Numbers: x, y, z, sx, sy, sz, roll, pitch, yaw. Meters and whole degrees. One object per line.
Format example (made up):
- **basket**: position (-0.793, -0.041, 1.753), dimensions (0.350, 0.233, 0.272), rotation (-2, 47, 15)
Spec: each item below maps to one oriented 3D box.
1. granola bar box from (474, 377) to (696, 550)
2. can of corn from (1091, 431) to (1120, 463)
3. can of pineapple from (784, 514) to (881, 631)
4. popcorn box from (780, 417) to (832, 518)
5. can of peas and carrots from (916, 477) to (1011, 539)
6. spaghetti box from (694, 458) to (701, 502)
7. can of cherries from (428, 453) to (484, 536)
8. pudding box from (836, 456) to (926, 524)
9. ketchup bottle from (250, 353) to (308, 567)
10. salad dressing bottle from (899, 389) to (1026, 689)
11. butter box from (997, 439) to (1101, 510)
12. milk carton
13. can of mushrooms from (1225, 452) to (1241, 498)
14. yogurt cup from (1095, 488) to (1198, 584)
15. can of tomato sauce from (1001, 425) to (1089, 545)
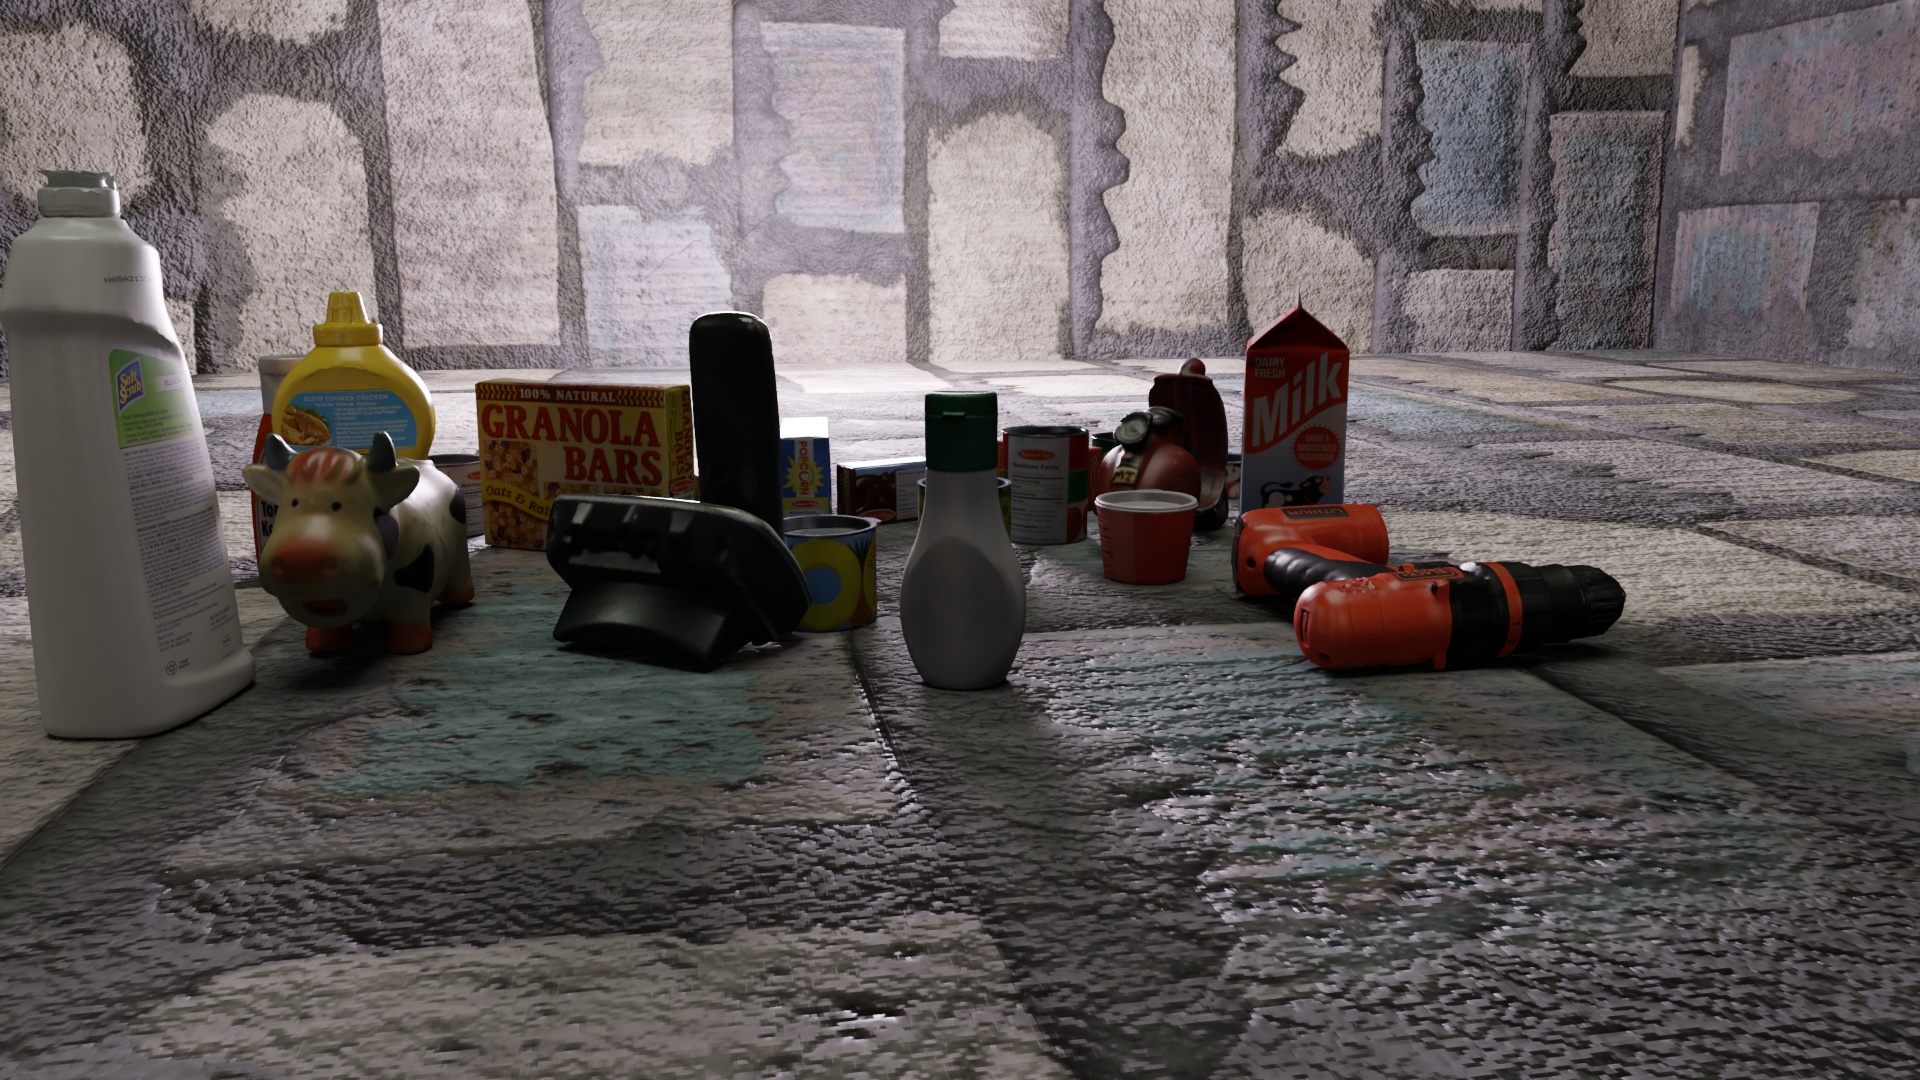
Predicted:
- **granola bar box**: position (-0.272, -0.053, 1.010), dimensions (0.165, 0.124, 0.039), rotation (4, 12, 22)
- **can of corn**: position (0.147, -0.062, 1.209), dimensions (0.071, 0.058, 0.071), rotation (0, 11, 0)
- **can of pineapple**: position (-0.080, 0.018, 0.824), dimensions (0.071, 0.057, 0.071), rotation (0, 11, 0)
- **popcorn box**: position (-0.118, -0.046, 1.068), dimensions (0.038, 0.085, 0.127), rotation (-1, 12, -5)
- **can of peas and carrots**: position (0.003, -0.012, 0.968), dimensions (0.071, 0.058, 0.071), rotation (0, 11, 0)
- **spaghetti box**: position (-0.229, -0.043, 1.140), dimensions (0.029, 0.050, 0.250), rotation (-6, 13, -27)
- **can of cherries**: position (-0.403, -0.035, 1.086), dimensions (0.071, 0.058, 0.071), rotation (0, 11, 0)
- **pudding box**: position (-0.059, -0.041, 1.129), dimensions (0.084, 0.049, 0.030), rotation (-8, 14, -35)
- **ketchup bottle**: position (-0.447, -0.050, 0.938), dimensions (0.065, 0.148, 0.043), rotation (1, 11, 7)
- **salad dressing bottle**: position (0.001, -0.001, 0.698), dimensions (0.064, 0.147, 0.044), rotation (2, 11, 12)
- **butter box**: position (0.074, -0.058, 1.204), dimensions (0.103, 0.053, 0.024), rotation (10, 15, 40)
- **milk carton**: position (0.241, -0.088, 1.006), dimensions (0.073, 0.190, 0.072), rotation (2, 11, 12)
- **can of mushrooms**: position (0.232, -0.059, 1.253), dimensions (0.071, 0.033, 0.071), rotation (0, 12, 0)
- **yogurt cup**: position (0.124, -0.002, 0.930), dimensions (0.072, 0.053, 0.072), rotation (0, 11, 0)
- **can of tomato sauce**: position (0.065, -0.044, 1.059), dimensions (0.071, 0.083, 0.071), rotation (0, 11, 0)
